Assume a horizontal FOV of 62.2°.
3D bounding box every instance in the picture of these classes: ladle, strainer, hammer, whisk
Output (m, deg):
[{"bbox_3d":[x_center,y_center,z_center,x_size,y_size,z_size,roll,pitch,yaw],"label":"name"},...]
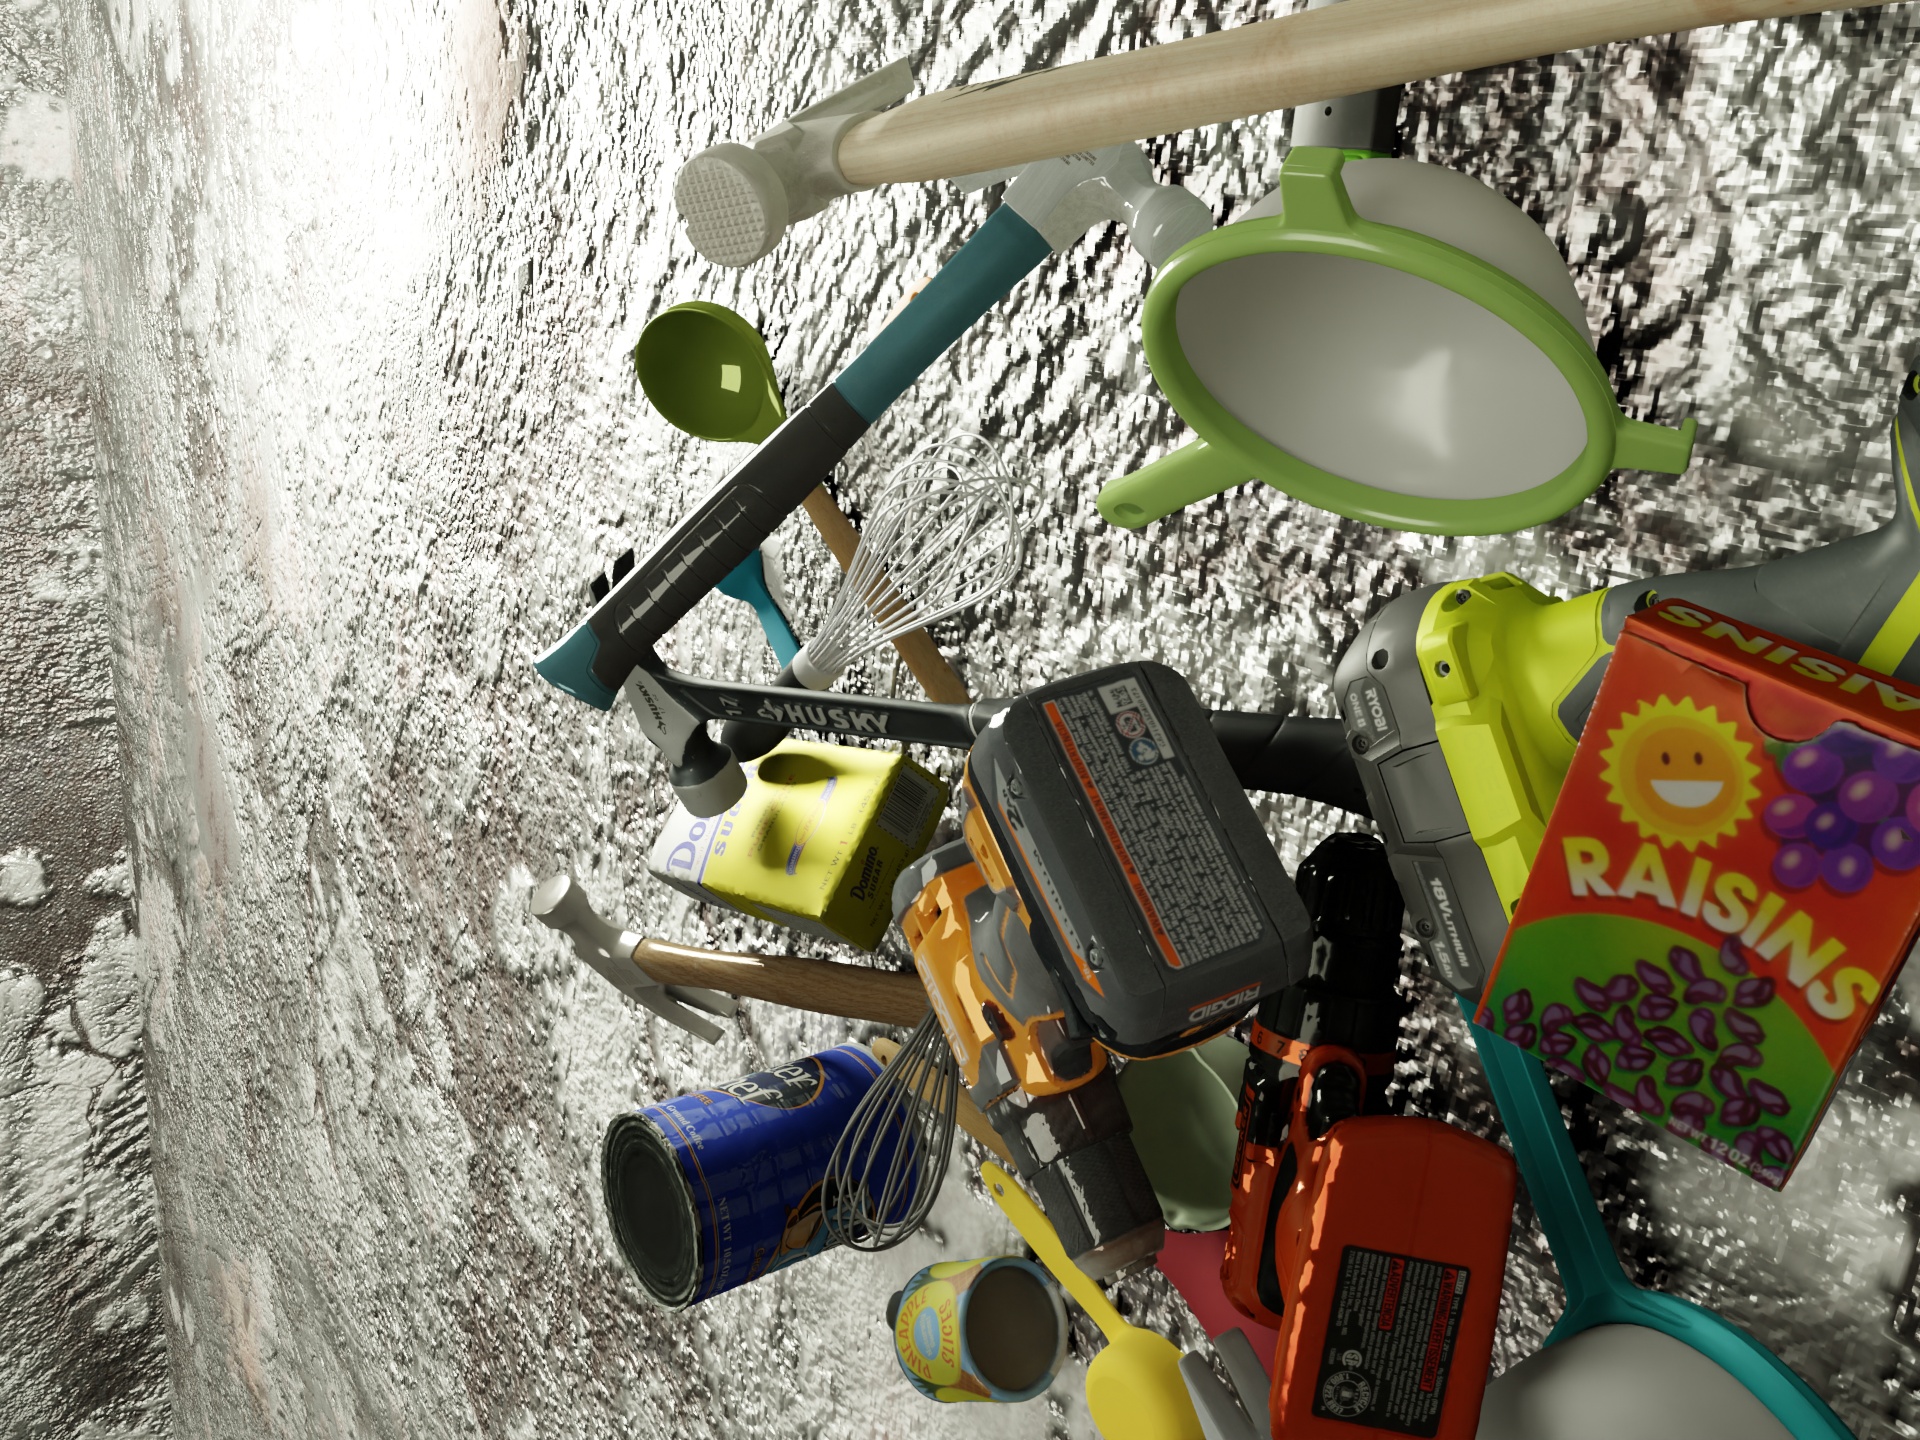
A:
[{"bbox_3d":[0.052,0.213,0.736,0.316,0.031,0.069,22,117,49],"label":"ladle"},{"bbox_3d":[0.119,-0.121,0.550,0.069,0.151,0.256,-64,16,-14],"label":"strainer"},{"bbox_3d":[0.112,-0.201,0.472,0.411,0.146,0.038,1,123,31],"label":"hammer"},{"bbox_3d":[-0.098,0.143,0.866,0.331,0.031,0.129,-1,138,43],"label":"hammer"},{"bbox_3d":[-0.052,-0.040,0.744,0.284,0.070,0.070,-40,67,50],"label":"whisk"},{"bbox_3d":[-0.055,-0.122,0.660,0.331,0.033,0.128,-43,54,10],"label":"hammer"},{"bbox_3d":[-0.072,-0.094,0.803,0.320,0.062,0.078,56,137,24],"label":"ladle"},{"bbox_3d":[-0.001,-0.002,0.670,0.409,0.036,0.149,5,133,37],"label":"hammer"},{"bbox_3d":[-0.008,0.130,0.726,0.055,0.055,0.239,17,88,49],"label":"whisk"},{"bbox_3d":[0.037,0.355,0.732,0.386,0.038,0.143,-35,72,57],"label":"hammer"},{"bbox_3d":[0.176,0.225,0.482,0.211,0.095,0.341,109,150,-63],"label":"strainer"}]

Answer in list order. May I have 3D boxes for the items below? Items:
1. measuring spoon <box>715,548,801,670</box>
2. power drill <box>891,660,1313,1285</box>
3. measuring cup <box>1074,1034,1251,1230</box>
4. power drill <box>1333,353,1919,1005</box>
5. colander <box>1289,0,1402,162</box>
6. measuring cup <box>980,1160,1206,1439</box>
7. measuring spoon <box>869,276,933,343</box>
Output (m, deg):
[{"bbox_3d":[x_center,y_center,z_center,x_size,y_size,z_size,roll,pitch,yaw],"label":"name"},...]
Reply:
[{"bbox_3d":[-0.113,-0.055,0.887,0.129,0.021,0.042,60,137,26],"label":"measuring spoon"},{"bbox_3d":[0.046,0.102,0.583,0.185,0.084,0.226,65,158,20],"label":"power drill"},{"bbox_3d":[0.075,0.156,0.686,0.168,0.038,0.083,20,112,50],"label":"measuring cup"},{"bbox_3d":[0.227,0.007,0.434,0.223,0.080,0.171,-23,84,48],"label":"power drill"},{"bbox_3d":[0.116,-0.348,0.482,0.205,0.094,0.397,23,115,47],"label":"colander"},{"bbox_3d":[0.051,0.270,0.728,0.157,0.029,0.062,48,135,23],"label":"measuring cup"},{"bbox_3d":[-0.044,-0.179,0.784,0.117,0.011,0.021,-41,65,47],"label":"measuring spoon"}]
